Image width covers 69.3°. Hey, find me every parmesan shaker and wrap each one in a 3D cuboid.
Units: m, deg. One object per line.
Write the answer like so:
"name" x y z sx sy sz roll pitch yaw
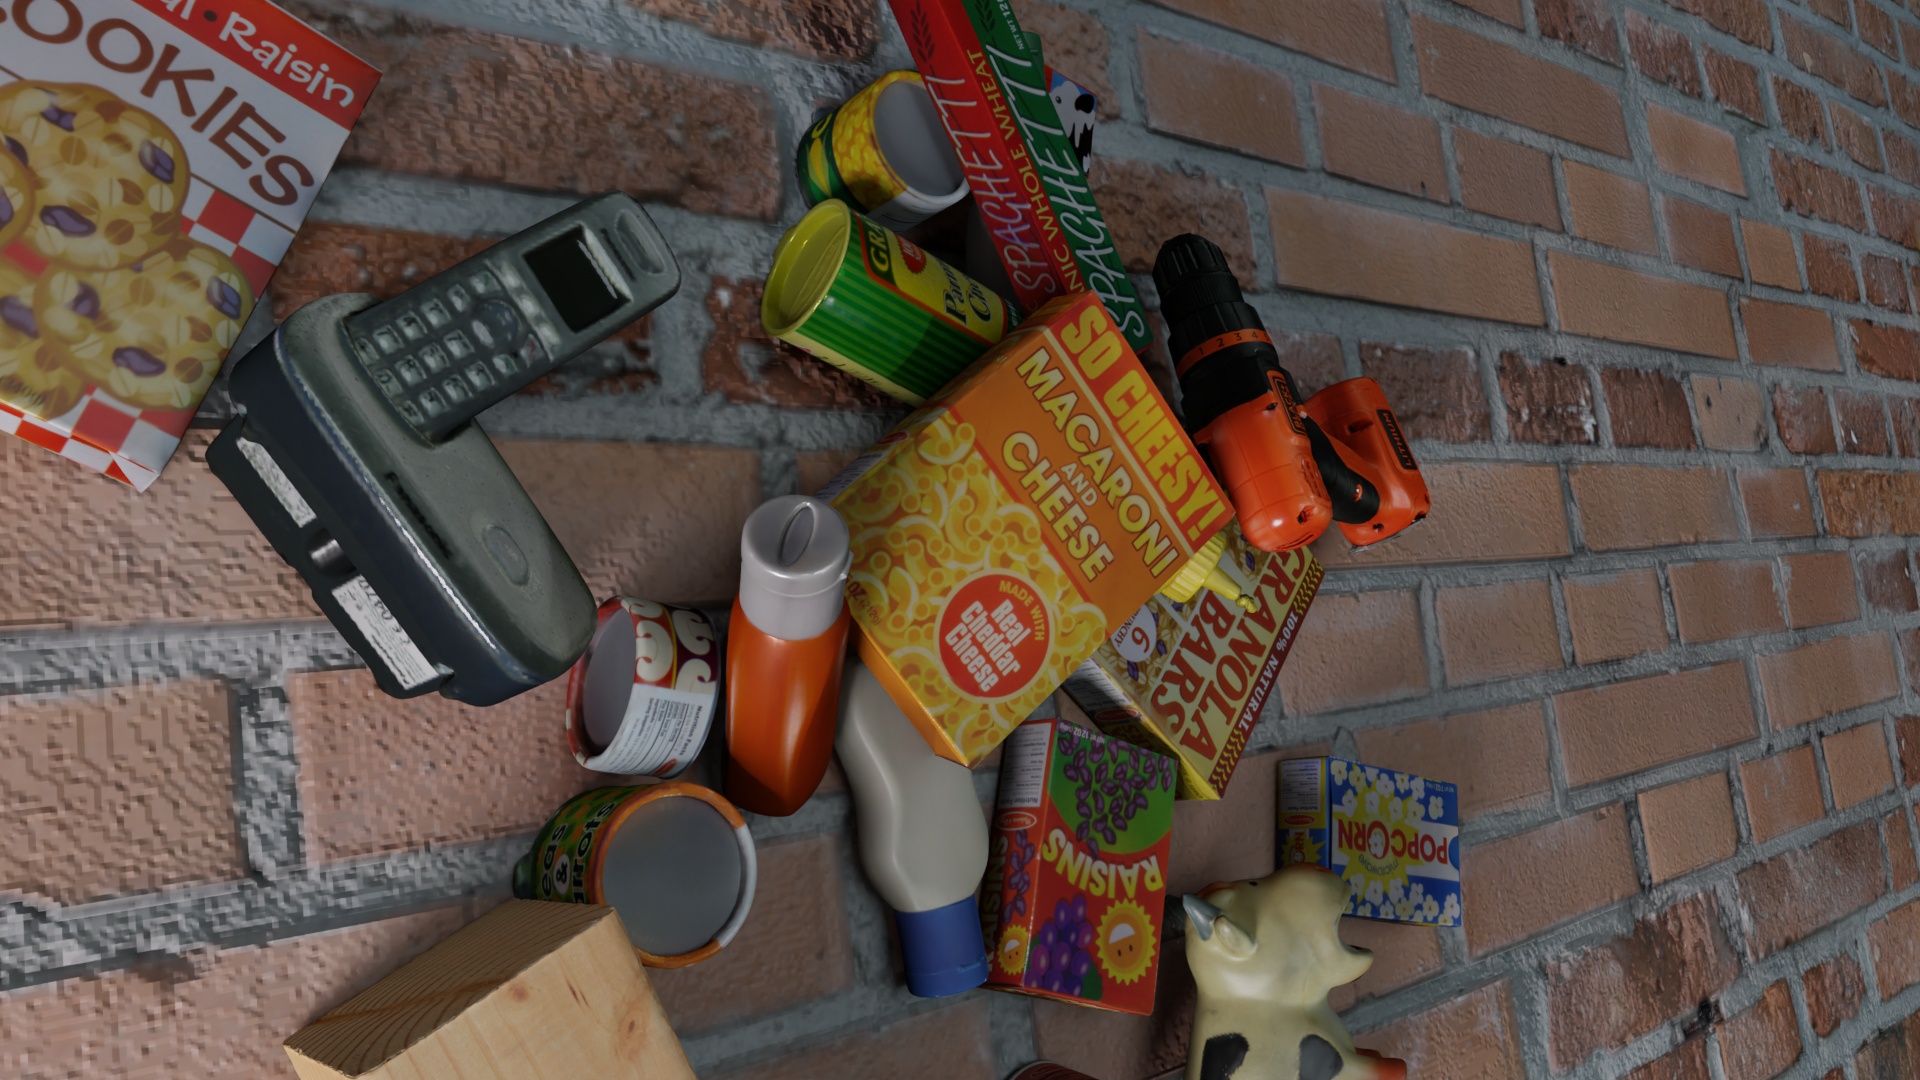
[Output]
"parmesan shaker" -0.030 -0.103 0.634 0.103 0.071 0.071 24 66 -34

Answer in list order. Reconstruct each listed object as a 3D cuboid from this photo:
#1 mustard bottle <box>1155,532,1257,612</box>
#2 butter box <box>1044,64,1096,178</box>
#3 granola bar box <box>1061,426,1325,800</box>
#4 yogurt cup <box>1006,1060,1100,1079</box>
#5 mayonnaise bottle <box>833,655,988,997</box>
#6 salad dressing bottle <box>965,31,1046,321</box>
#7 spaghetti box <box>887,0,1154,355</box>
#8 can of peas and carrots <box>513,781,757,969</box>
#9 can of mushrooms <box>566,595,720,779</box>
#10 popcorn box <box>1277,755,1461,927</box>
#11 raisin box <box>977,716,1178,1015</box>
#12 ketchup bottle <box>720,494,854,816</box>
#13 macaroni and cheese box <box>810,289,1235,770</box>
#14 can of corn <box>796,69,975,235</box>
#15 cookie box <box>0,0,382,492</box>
"mustard bottle" 0.076 -0.013 0.669 0.160 0.065 0.049 35 47 -1
"butter box" 0.027 -0.231 0.734 0.103 0.024 0.053 18 70 -35
"granola bar box" 0.123 0.036 0.741 0.124 0.039 0.166 48 55 -20
"yogurt cup" 0.052 0.272 0.621 0.072 0.054 0.072 10 73 -38
"mayonnaise bottle" -0.019 0.121 0.607 0.065 0.041 0.148 -8 86 -39
"salad dressing bottle" 0.030 -0.174 0.693 0.064 0.044 0.147 -11 99 -33
"spaghetti box" 0.020 -0.191 0.639 0.050 0.028 0.249 -34 103 -43
"can of peas and carrots" -0.119 0.123 0.513 0.071 0.058 0.071 10 73 -37
"can of mushrooms" -0.121 0.054 0.524 0.033 0.071 0.071 14 72 -35
"popcorn box" 0.237 0.176 0.803 0.127 0.038 0.085 16 69 -35
"raisin box" 0.056 0.155 0.661 0.086 0.040 0.124 24 65 -34
"ketchup bottle" -0.065 0.043 0.520 0.043 0.148 0.065 15 50 1
"macaroni and cheese box" 0.021 -0.007 0.584 0.167 0.040 0.123 -42 108 -19
"can of corn" -0.035 -0.181 0.651 0.071 0.058 0.071 10 74 -38
"cookie box" -0.283 -0.118 0.448 0.123 0.040 0.168 30 63 -30
